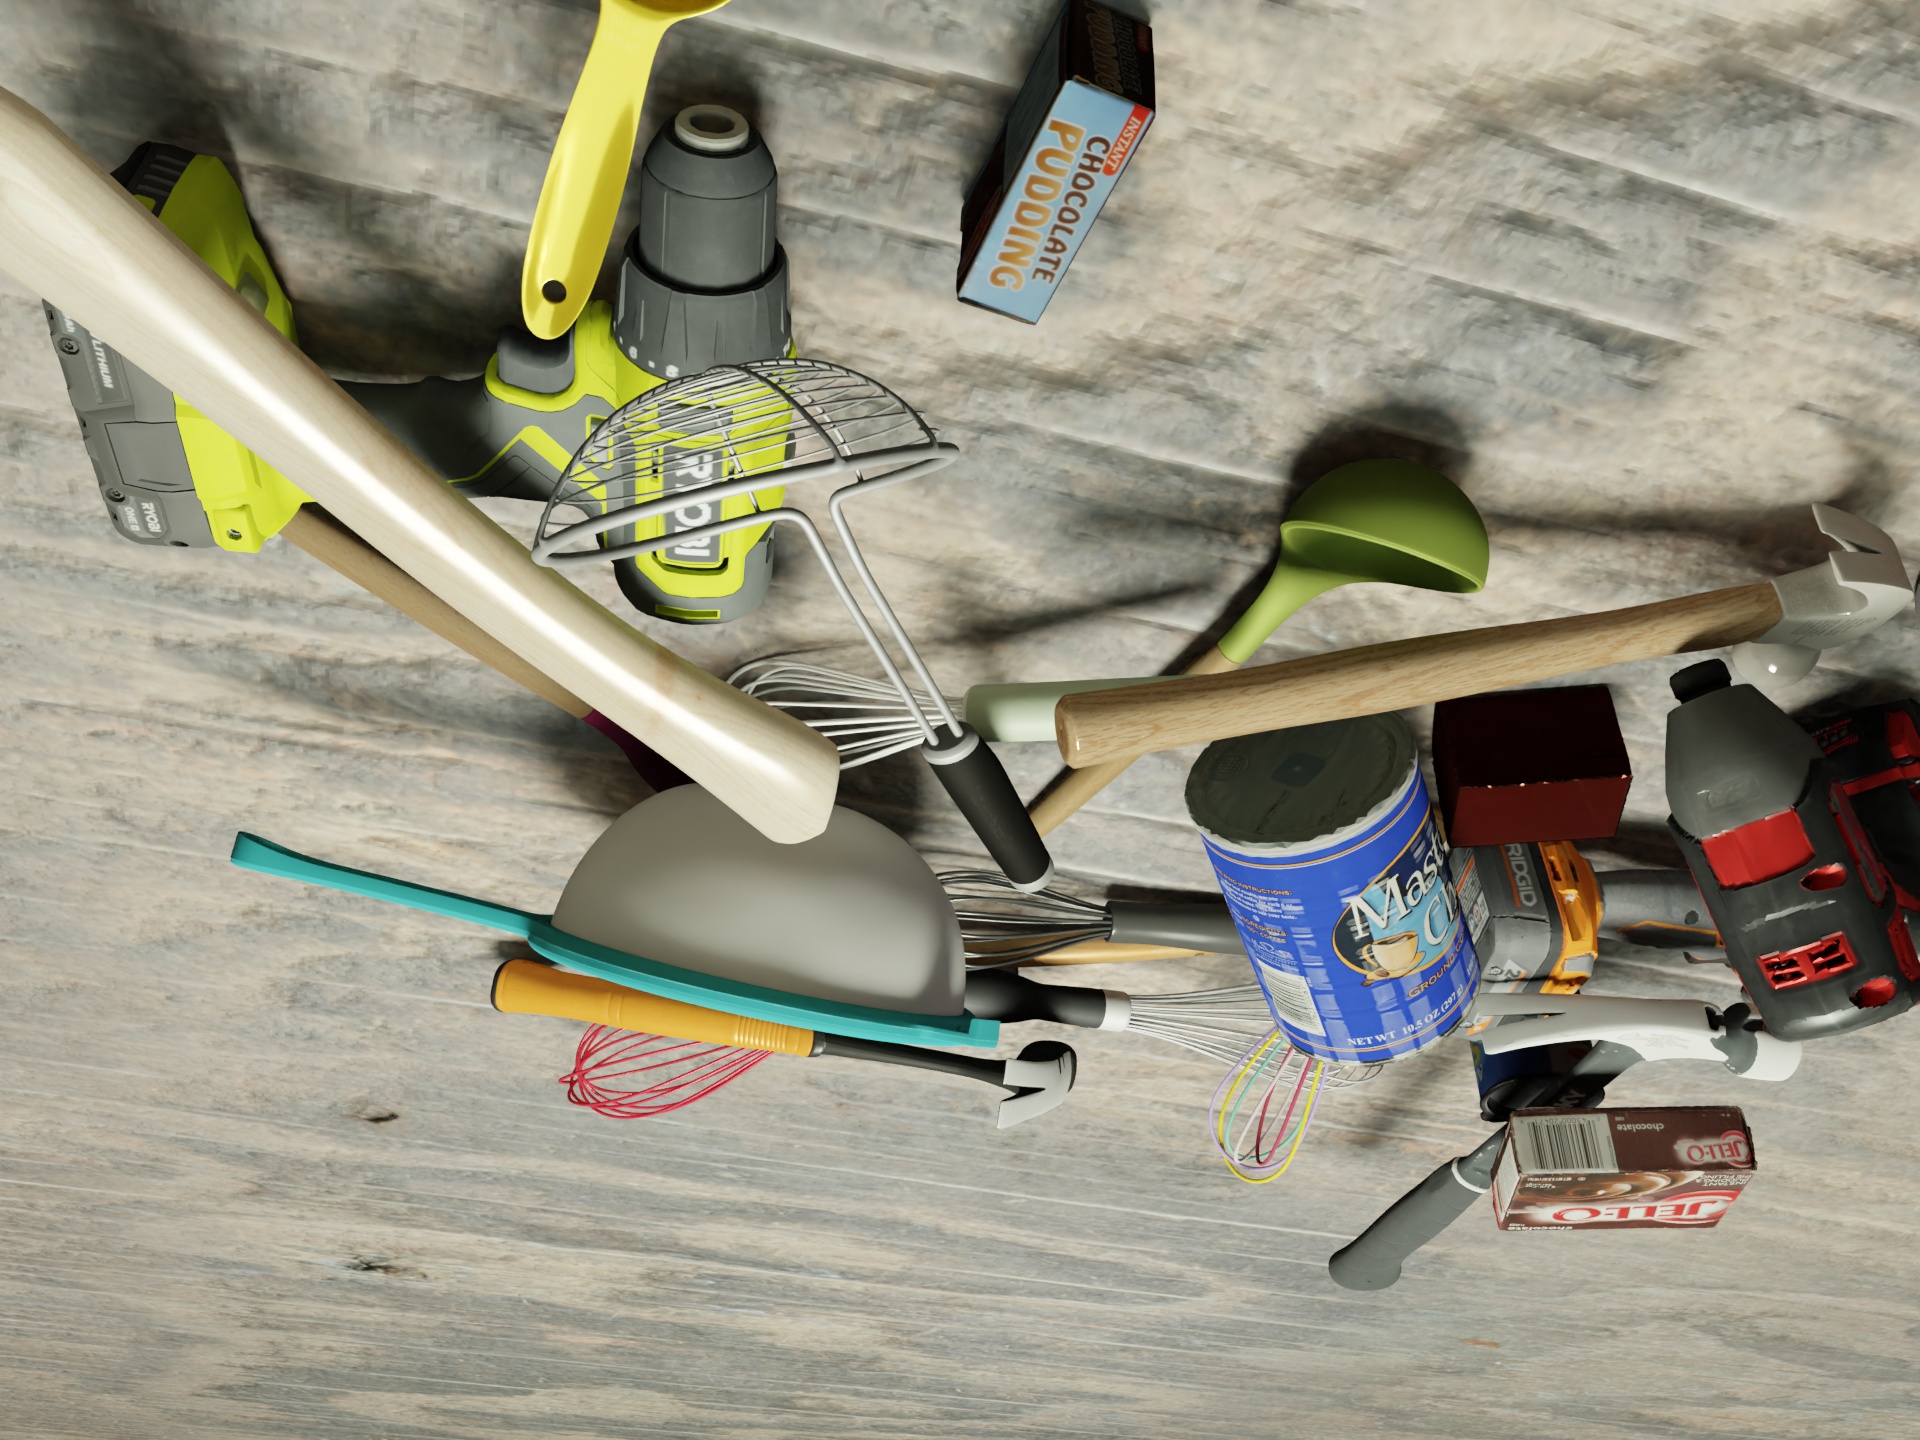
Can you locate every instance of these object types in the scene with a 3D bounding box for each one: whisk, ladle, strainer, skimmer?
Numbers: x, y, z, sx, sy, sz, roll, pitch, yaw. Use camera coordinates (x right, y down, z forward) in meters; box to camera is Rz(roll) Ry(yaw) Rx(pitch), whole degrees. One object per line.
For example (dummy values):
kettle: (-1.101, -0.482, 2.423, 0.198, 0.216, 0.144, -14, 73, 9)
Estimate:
whisk: (-0.001, -0.002, 0.689, 0.246, 0.058, 0.059, -2, -179, 21)
ladle: (0.104, -0.008, 0.697, 0.078, 0.062, 0.320, 19, 142, -21)
strainer: (-0.146, 0.065, 0.726, 0.340, 0.095, 0.211, 15, 175, -11)
skimmer: (-0.022, 0.001, 0.570, 0.127, 0.090, 0.362, -14, 145, 13)
whisk: (0.198, 0.152, 0.844, 0.051, 0.047, 0.245, 16, 115, -13)
whisk: (0.082, 0.112, 0.862, 0.239, 0.055, 0.055, 4, 143, -10)
whisk: (0.115, 0.168, 0.900, 0.284, 0.070, 0.070, 9, 142, -17)
whisk: (-0.106, 0.182, 0.953, 0.296, 0.073, 0.073, -16, 140, 12)

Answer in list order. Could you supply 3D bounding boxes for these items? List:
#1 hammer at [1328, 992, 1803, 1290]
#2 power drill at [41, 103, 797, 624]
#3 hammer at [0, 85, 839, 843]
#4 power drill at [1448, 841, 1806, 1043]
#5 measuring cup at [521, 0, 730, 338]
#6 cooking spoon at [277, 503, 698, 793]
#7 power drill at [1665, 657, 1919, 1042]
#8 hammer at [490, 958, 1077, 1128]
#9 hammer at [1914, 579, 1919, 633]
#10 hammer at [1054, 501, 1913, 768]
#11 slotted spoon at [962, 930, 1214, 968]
hammer: (0.296, 0.255, 0.912, 0.149, 0.036, 0.408, 8, 143, -6)
power drill: (-0.168, -0.123, 0.537, 0.228, 0.080, 0.190, 4, 138, -7)
hammer: (-0.187, -0.065, 0.517, 0.146, 0.038, 0.410, -27, 134, 23)
power drill: (0.366, 0.113, 0.827, 0.226, 0.084, 0.164, -3, 143, -1)
measuring cup: (-0.097, -0.184, 0.453, 0.062, 0.029, 0.156, 18, 119, -15)
cooking spoon: (-0.189, -0.019, 0.720, 0.069, 0.017, 0.318, -25, 137, 30)
power drill: (0.353, 0.046, 0.650, 0.078, 0.143, 0.219, -30, 160, 36)
hammer: (-0.110, 0.172, 0.876, 0.337, 0.034, 0.127, 6, 175, 16)
hammer: (0.422, -0.156, 0.504, 0.143, 0.038, 0.385, -9, 142, 11)
hammer: (0.201, -0.024, 0.612, 0.331, 0.031, 0.130, -10, 161, -4)
slotted spoon: (-0.007, 0.131, 0.892, 0.313, 0.031, 0.070, -2, 155, -3)
